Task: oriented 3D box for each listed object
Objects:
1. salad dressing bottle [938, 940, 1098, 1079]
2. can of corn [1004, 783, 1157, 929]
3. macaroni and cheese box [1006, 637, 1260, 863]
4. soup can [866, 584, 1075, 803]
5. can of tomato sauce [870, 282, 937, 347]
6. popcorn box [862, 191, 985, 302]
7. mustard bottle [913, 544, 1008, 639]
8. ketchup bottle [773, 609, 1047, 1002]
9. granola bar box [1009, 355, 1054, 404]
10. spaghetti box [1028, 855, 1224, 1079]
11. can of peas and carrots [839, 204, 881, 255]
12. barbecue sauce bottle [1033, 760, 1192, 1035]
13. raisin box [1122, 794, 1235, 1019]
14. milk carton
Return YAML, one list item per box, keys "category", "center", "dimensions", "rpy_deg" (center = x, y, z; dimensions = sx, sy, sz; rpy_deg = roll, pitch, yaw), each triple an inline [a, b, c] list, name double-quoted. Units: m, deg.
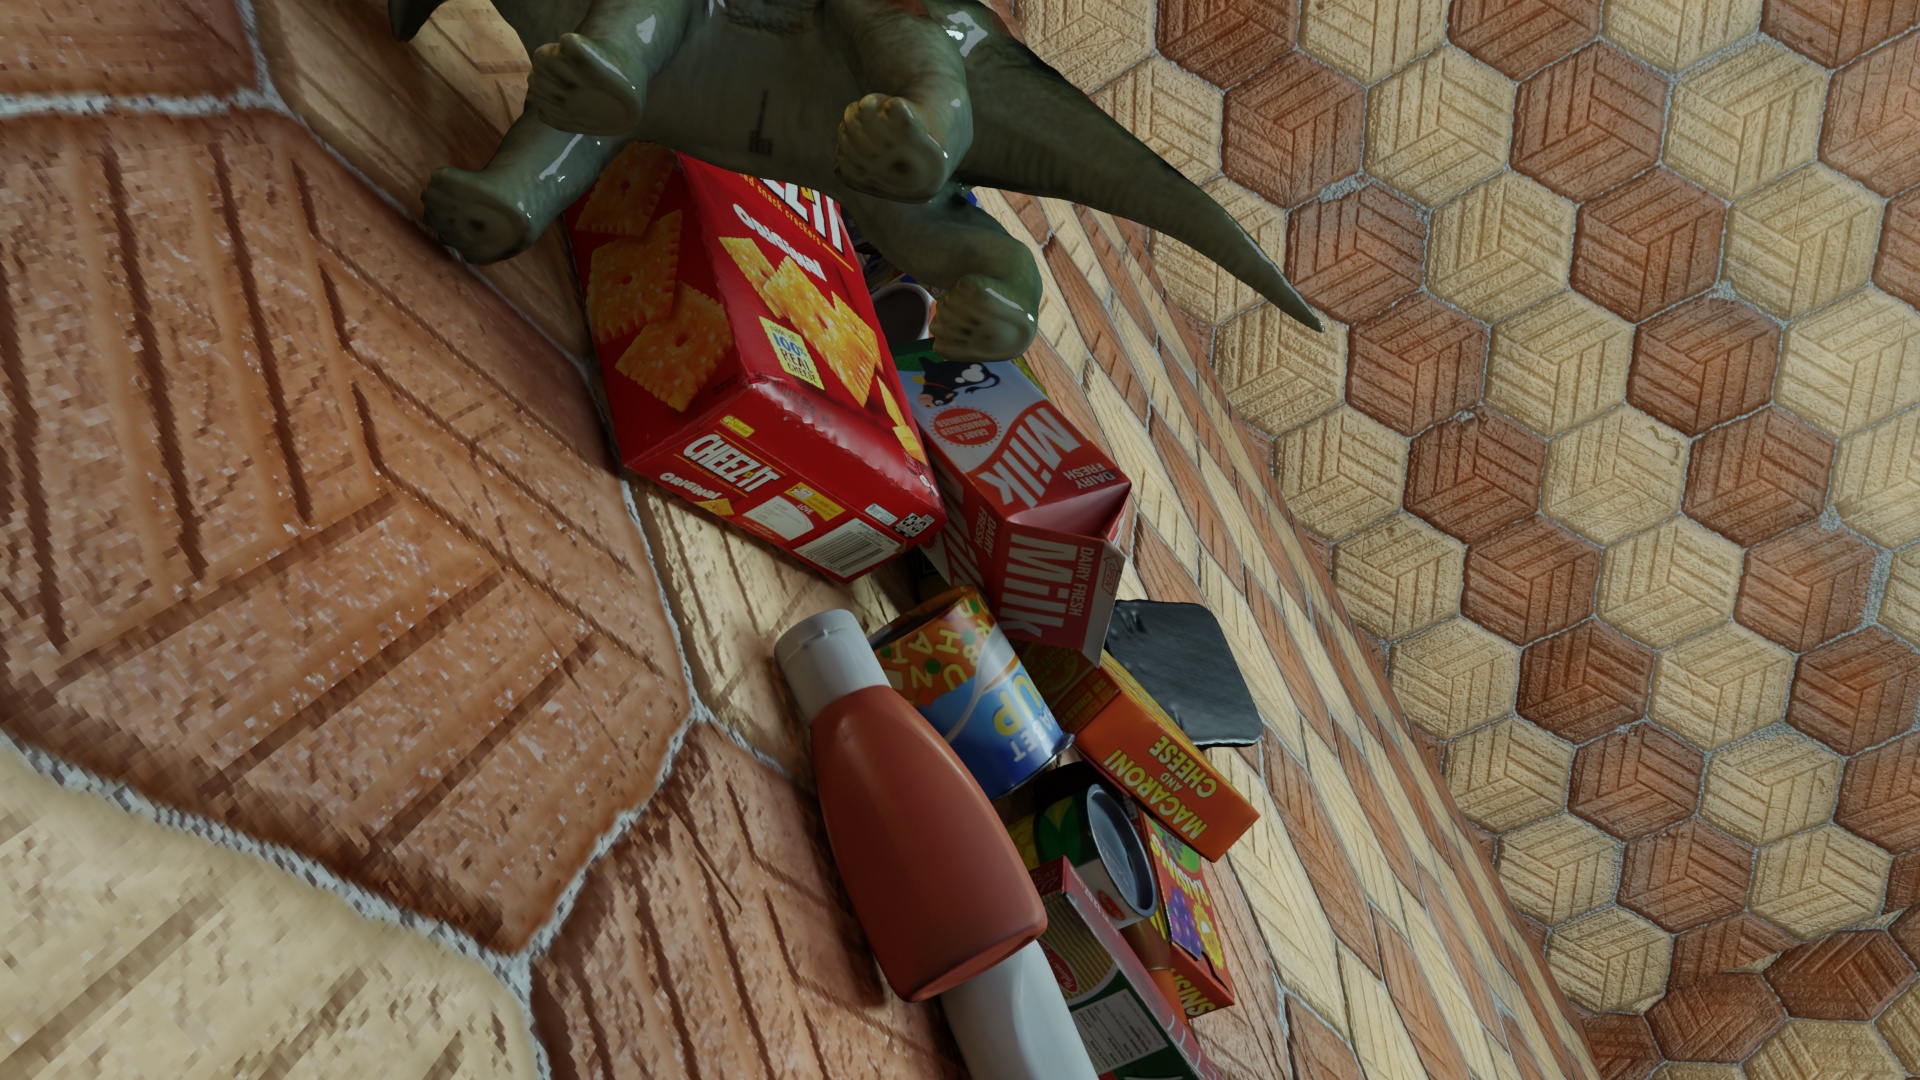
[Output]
- category: "salad dressing bottle"
  center: [0.011, 0.171, 0.555]
  dimensions: [0.148, 0.044, 0.064]
  rpy_deg: [66, 14, 17]
- category: "can of corn"
  center: [0.053, 0.157, 0.664]
  dimensions: [0.071, 0.058, 0.071]
  rpy_deg: [52, 20, -28]
- category: "macaroni and cheese box"
  center: [0.075, 0.088, 0.749]
  dimensions: [0.123, 0.040, 0.167]
  rpy_deg: [42, 4, -29]
- category: "soup can"
  center: [0.001, 0.070, 0.631]
  dimensions: [0.083, 0.071, 0.071]
  rpy_deg: [60, 18, -7]
- category: "can of tomato sauce"
  center: [-0.023, -0.106, 0.830]
  dimensions: [0.083, 0.071, 0.071]
  rpy_deg: [41, 27, -48]
- category: "popcorn box"
  center: [-0.022, -0.178, 0.911]
  dimensions: [0.038, 0.085, 0.127]
  rpy_deg: [54, 20, -22]
- category: "mustard bottle"
  center: [0.003, -0.010, 0.773]
  dimensions: [0.048, 0.065, 0.161]
  rpy_deg: [48, 17, -36]
- category: "ketchup bottle"
  center: [-0.027, 0.096, 0.536]
  dimensions: [0.149, 0.065, 0.043]
  rpy_deg: [61, -5, 24]
- category: "granola bar box"
  center: [0.042, -0.092, 0.993]
  dimensions: [0.124, 0.039, 0.165]
  rpy_deg: [58, 10, 12]
- category: "spaghetti box"
  center: [0.089, 0.250, 0.642]
  dimensions: [0.249, 0.050, 0.029]
  rpy_deg: [56, 17, -19]
- category: "can of peas and carrots"
  center: [-0.061, -0.218, 0.886]
  dimensions: [0.071, 0.071, 0.059]
  rpy_deg: [63, 17, 2]
- category: "barbecue sauce bottle"
  center: [0.079, 0.191, 0.712]
  dimensions: [0.064, 0.043, 0.149]
  rpy_deg: [45, 24, -54]
- category: "raisin box"
  center: [0.112, 0.200, 0.798]
  dimensions: [0.086, 0.040, 0.124]
  rpy_deg: [48, 23, -39]
- category: "milk carton"
  center: [0.021, -0.023, 0.681]
  dimensions: [0.191, 0.074, 0.072]
  rpy_deg: [51, -34, 40]
